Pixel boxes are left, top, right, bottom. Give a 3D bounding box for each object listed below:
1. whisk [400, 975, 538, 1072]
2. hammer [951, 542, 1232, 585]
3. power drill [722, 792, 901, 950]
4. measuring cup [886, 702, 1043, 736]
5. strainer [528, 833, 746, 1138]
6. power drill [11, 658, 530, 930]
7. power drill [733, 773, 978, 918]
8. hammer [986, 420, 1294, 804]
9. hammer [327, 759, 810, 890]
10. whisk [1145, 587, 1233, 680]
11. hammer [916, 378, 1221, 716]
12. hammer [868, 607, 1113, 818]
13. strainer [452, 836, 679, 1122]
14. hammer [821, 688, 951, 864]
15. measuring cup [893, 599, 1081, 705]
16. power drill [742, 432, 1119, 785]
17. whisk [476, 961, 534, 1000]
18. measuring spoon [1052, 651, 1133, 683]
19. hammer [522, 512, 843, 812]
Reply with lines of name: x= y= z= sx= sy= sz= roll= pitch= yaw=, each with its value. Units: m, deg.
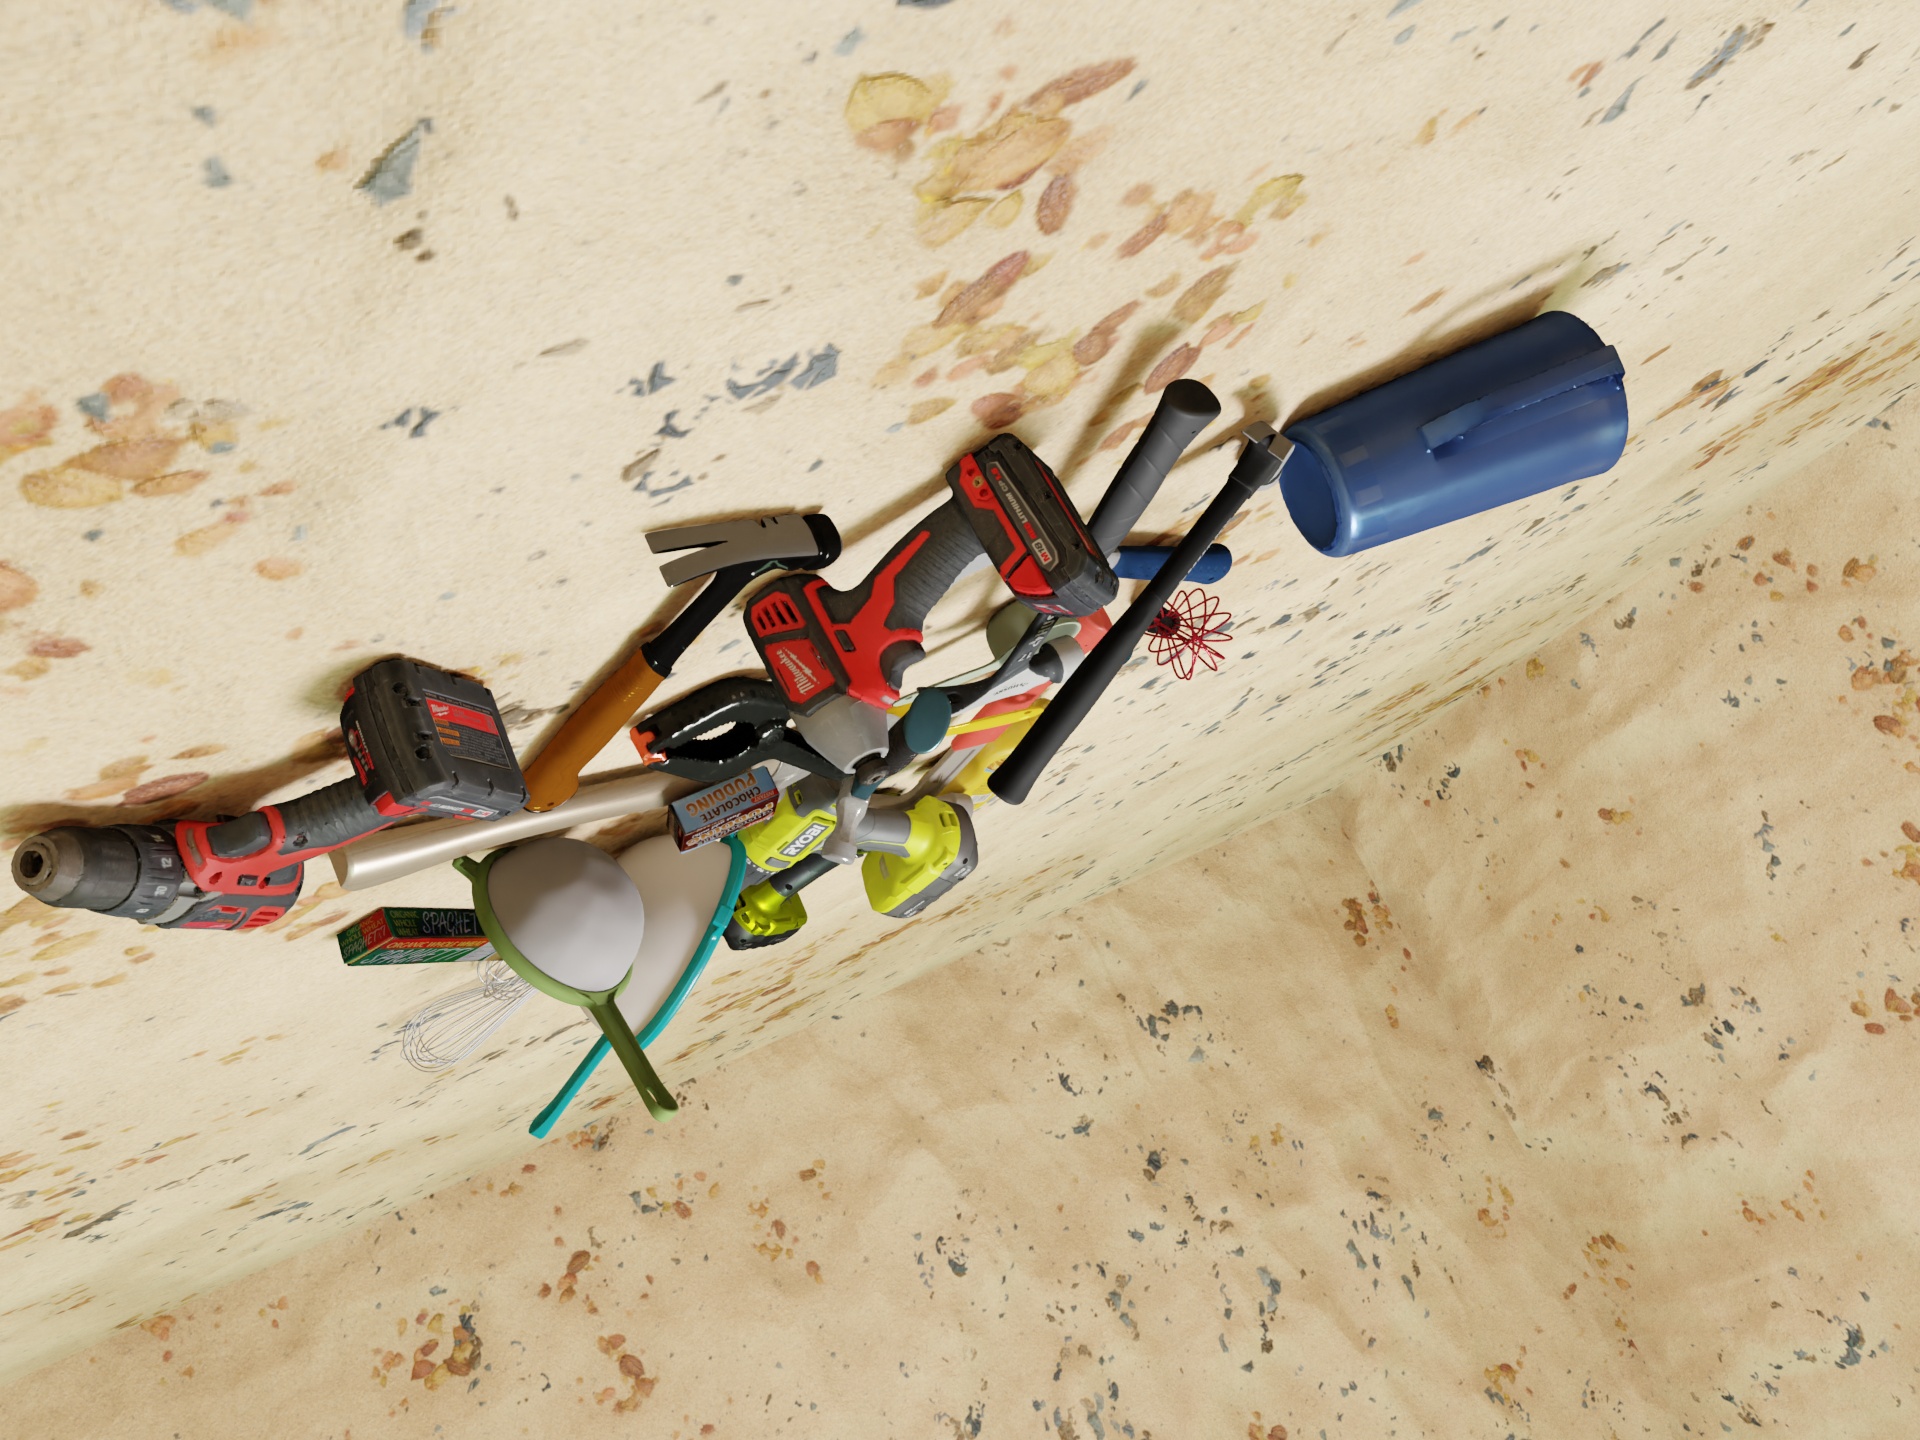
whisk: x=-0.440 y=0.268 z=1.615 sx=0.284 sy=0.070 sz=0.070 roll=-31 pitch=167 yaw=-5
hammer: x=0.103 y=-0.122 z=1.233 sx=0.144 sy=0.035 sz=0.405 roll=-36 pitch=164 yaw=30
power drill: x=-0.150 y=0.154 z=1.699 sx=0.223 sy=0.080 sz=0.171 roll=-36 pitch=163 yaw=20
measuring cup: x=-0.002 y=-0.005 z=1.423 sx=0.156 sy=0.029 sz=0.062 roll=-11 pitch=157 yaw=-15
strainer: x=-0.316 y=0.226 z=1.394 sx=0.340 sy=0.095 sz=0.211 roll=-53 pitch=-162 yaw=14
power drill: x=-0.380 y=0.052 z=0.887 sx=0.226 sy=0.080 sz=0.187 roll=-26 pitch=166 yaw=9
power drill: x=-0.114 y=0.122 z=1.514 sx=0.228 sy=0.080 sz=0.190 roll=19 pitch=131 yaw=-43
hammer: x=0.130 y=-0.077 z=1.153 sx=0.335 sy=0.035 sz=0.146 roll=-52 pitch=173 yaw=1
hammer: x=-0.266 y=0.056 z=1.197 sx=0.410 sy=0.038 sz=0.146 roll=-13 pitch=159 yaw=-44
whisk: x=0.177 y=-0.081 z=1.336 sx=0.073 sy=0.073 sz=0.296 roll=-28 pitch=-173 yaw=2
hammer: x=0.079 y=-0.106 z=1.100 sx=0.149 sy=0.036 sz=0.408 roll=-21 pitch=163 yaw=-24
hammer: x=0.022 y=-0.001 z=1.484 sx=0.149 sy=0.037 sz=0.359 roll=7 pitch=145 yaw=-30
strainer: x=-0.267 y=0.181 z=1.209 sx=0.069 sy=0.257 sz=0.151 roll=-43 pitch=157 yaw=17
hammer: x=-0.057 y=0.031 z=1.238 sx=0.033 sy=0.128 sz=0.331 roll=17 pitch=165 yaw=-9
measuring cup: x=0.016 y=-0.059 z=1.307 sx=0.167 sy=0.038 sz=0.083 roll=-23 pitch=166 yaw=1
power drill: x=-0.020 y=-0.065 z=0.989 sx=0.219 sy=0.143 sz=0.078 roll=-33 pitch=163 yaw=14
whisk: x=-0.370 y=0.196 z=1.512 sx=0.246 sy=0.057 sz=0.059 roll=-35 pitch=-161 yaw=20
measuring spoon: x=0.117 y=-0.044 z=1.573 sx=0.128 sy=0.021 sz=0.042 roll=-27 pitch=166 yaw=-5
hammer: x=-0.210 y=-0.024 z=1.006 sx=0.127 sy=0.034 sz=0.337 roll=-14 pitch=161 yaw=-45
